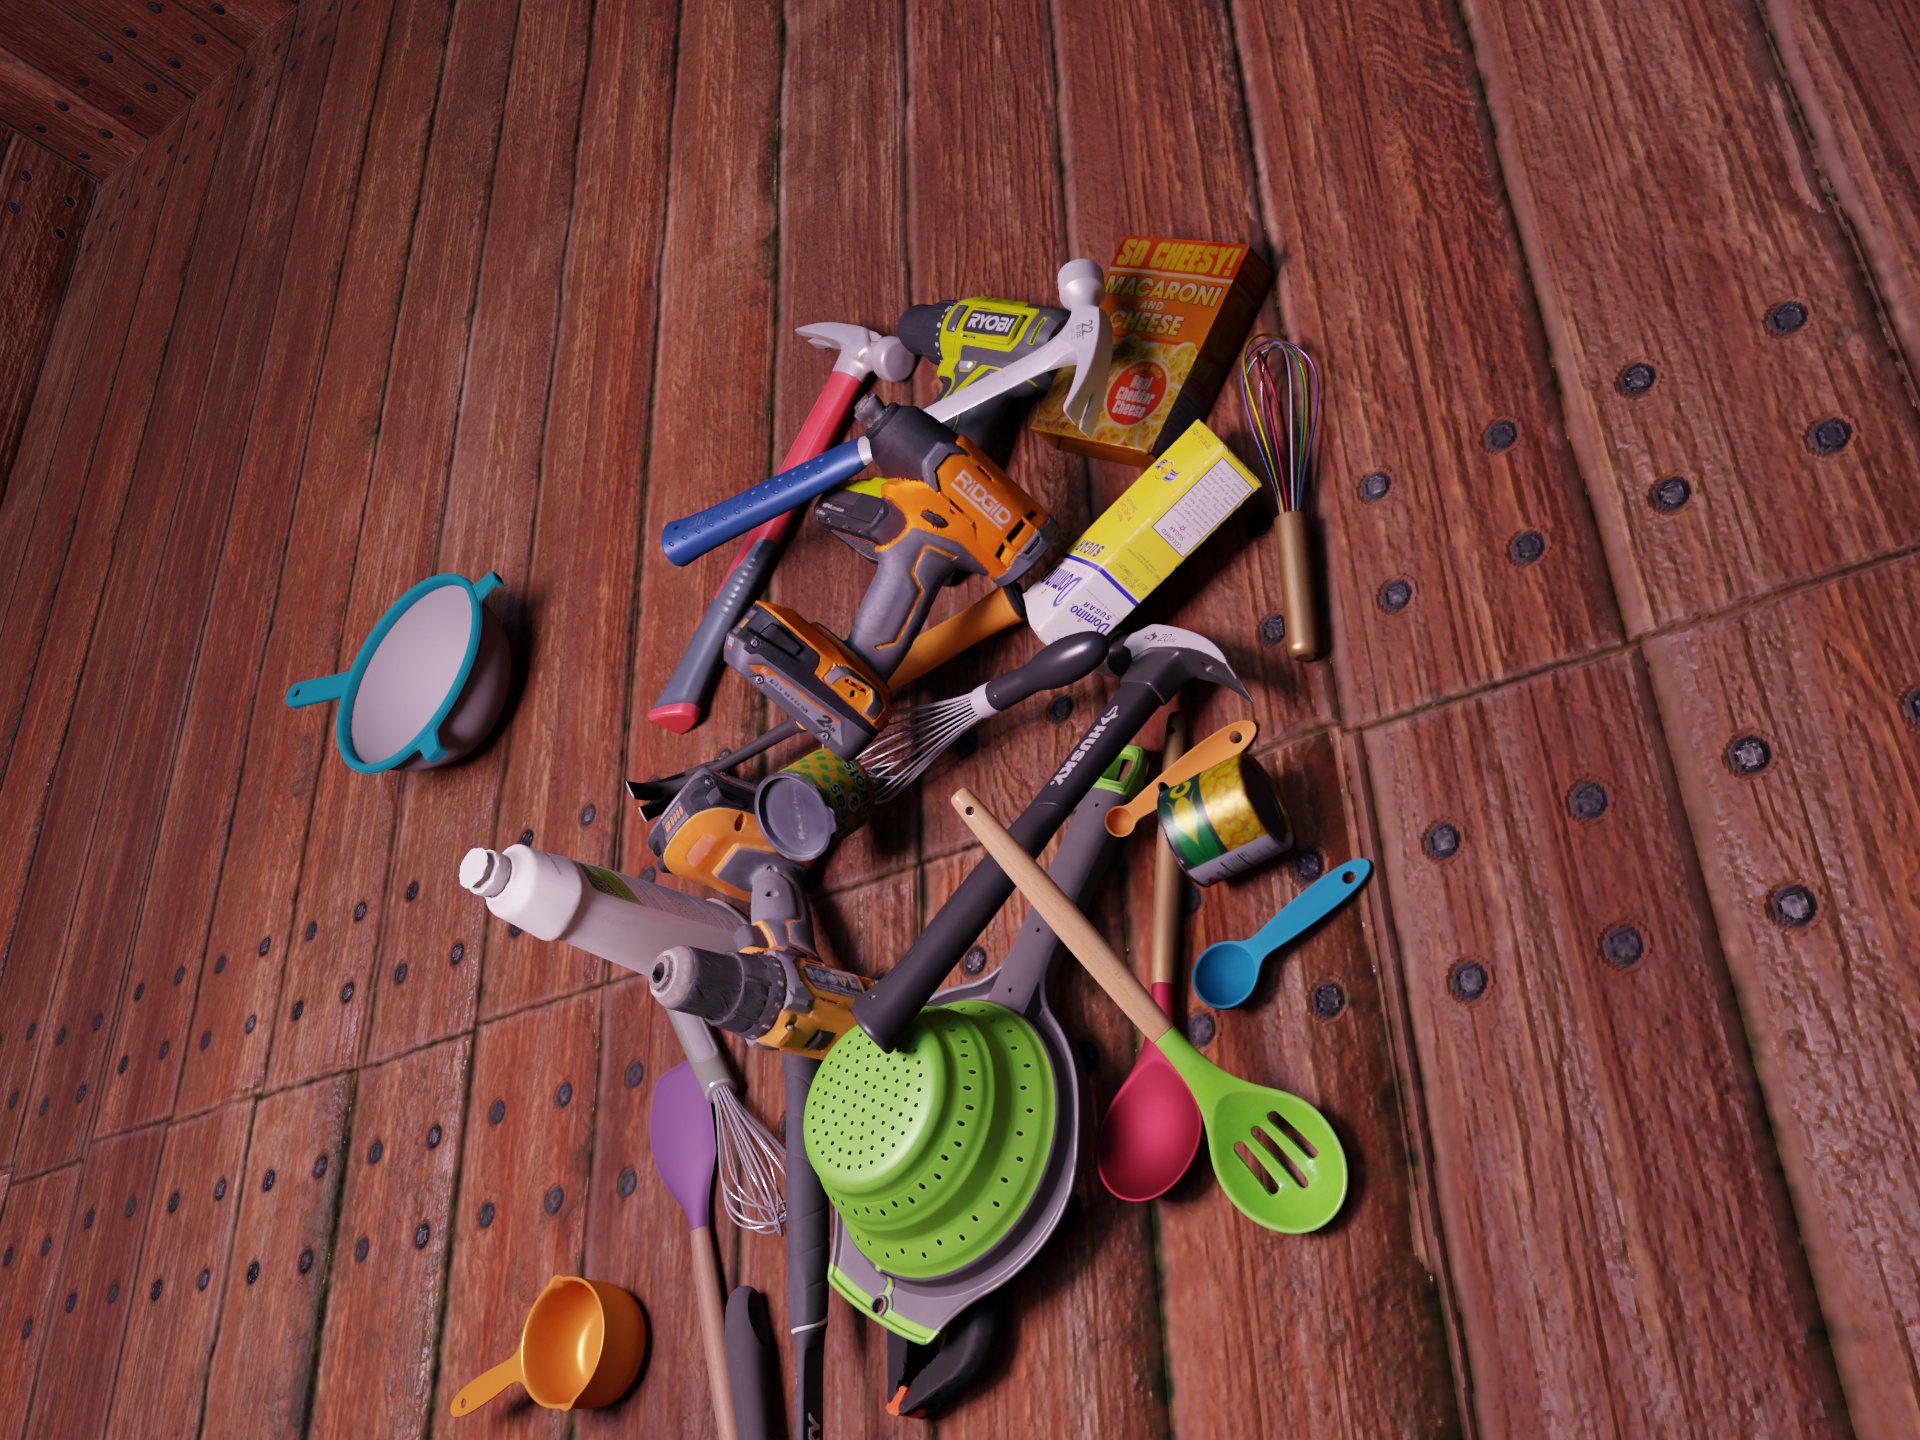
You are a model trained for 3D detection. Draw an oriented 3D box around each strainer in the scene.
[{"bbox_3d":[-0.554,-0.025,1.592,0.340,0.095,0.211,-7,62,40],"label":"strainer"}]

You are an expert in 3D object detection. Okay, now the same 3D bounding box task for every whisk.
[{"bbox_3d":[-0.124,0.498,0.993,0.073,0.073,0.296,-33,46,23],"label":"whisk"},{"bbox_3d":[-0.001,-0.003,1.111,0.284,0.070,0.070,-26,53,42],"label":"whisk"},{"bbox_3d":[0.212,-0.152,1.050,0.051,0.047,0.245,-16,63,32],"label":"whisk"},{"bbox_3d":[-0.172,0.274,1.154,0.058,0.059,0.247,-20,41,-17],"label":"whisk"}]

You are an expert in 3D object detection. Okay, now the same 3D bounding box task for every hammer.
[{"bbox_3d":[-0.065,-0.204,1.201,0.405,0.035,0.144,-22,52,27],"label":"hammer"},{"bbox_3d":[-0.098,0.394,0.988,0.036,0.149,0.409,-25,48,23],"label":"hammer"},{"bbox_3d":[-0.177,-0.170,1.386,0.143,0.038,0.386,24,85,45],"label":"hammer"},{"bbox_3d":[0.049,0.068,0.986,0.335,0.035,0.146,-50,28,-19],"label":"hammer"},{"bbox_3d":[-0.096,-0.014,1.203,0.337,0.127,0.034,-29,86,20],"label":"hammer"}]

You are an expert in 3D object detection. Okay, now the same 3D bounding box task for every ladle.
[{"bbox_3d":[0.126,0.139,0.986,0.069,0.031,0.316,-10,61,32],"label":"ladle"}]

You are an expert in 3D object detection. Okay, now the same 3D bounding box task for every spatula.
[{"bbox_3d":[-0.182,0.386,1.124,0.060,0.018,0.316,-32,50,16],"label":"spatula"}]

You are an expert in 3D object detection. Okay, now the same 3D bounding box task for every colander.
[{"bbox_3d":[0.007,0.174,0.994,0.205,0.094,0.397,11,70,48],"label":"colander"}]

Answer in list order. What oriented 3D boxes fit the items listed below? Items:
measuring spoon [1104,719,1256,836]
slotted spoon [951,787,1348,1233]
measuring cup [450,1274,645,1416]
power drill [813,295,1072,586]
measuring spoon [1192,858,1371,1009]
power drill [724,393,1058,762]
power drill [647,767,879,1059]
[{"bbox_3d":[0.141,0.036,1.015,0.117,0.011,0.021,-36,82,-4],"label":"measuring spoon"},{"bbox_3d":[0.100,0.157,0.906,0.070,0.031,0.314,-43,77,7],"label":"slotted spoon"},{"bbox_3d":[-0.299,0.470,1.158,0.173,0.052,0.095,-36,50,23],"label":"measuring cup"},{"bbox_3d":[-0.019,-0.234,1.262,0.191,0.080,0.228,22,81,44],"label":"power drill"},{"bbox_3d":[0.195,0.127,0.945,0.128,0.021,0.042,-40,47,6],"label":"measuring spoon"},{"bbox_3d":[-0.060,-0.103,1.094,0.226,0.164,0.084,-50,16,-4],"label":"power drill"},{"bbox_3d":[-0.153,0.136,1.113,0.084,0.185,0.226,-50,43,21],"label":"power drill"}]
